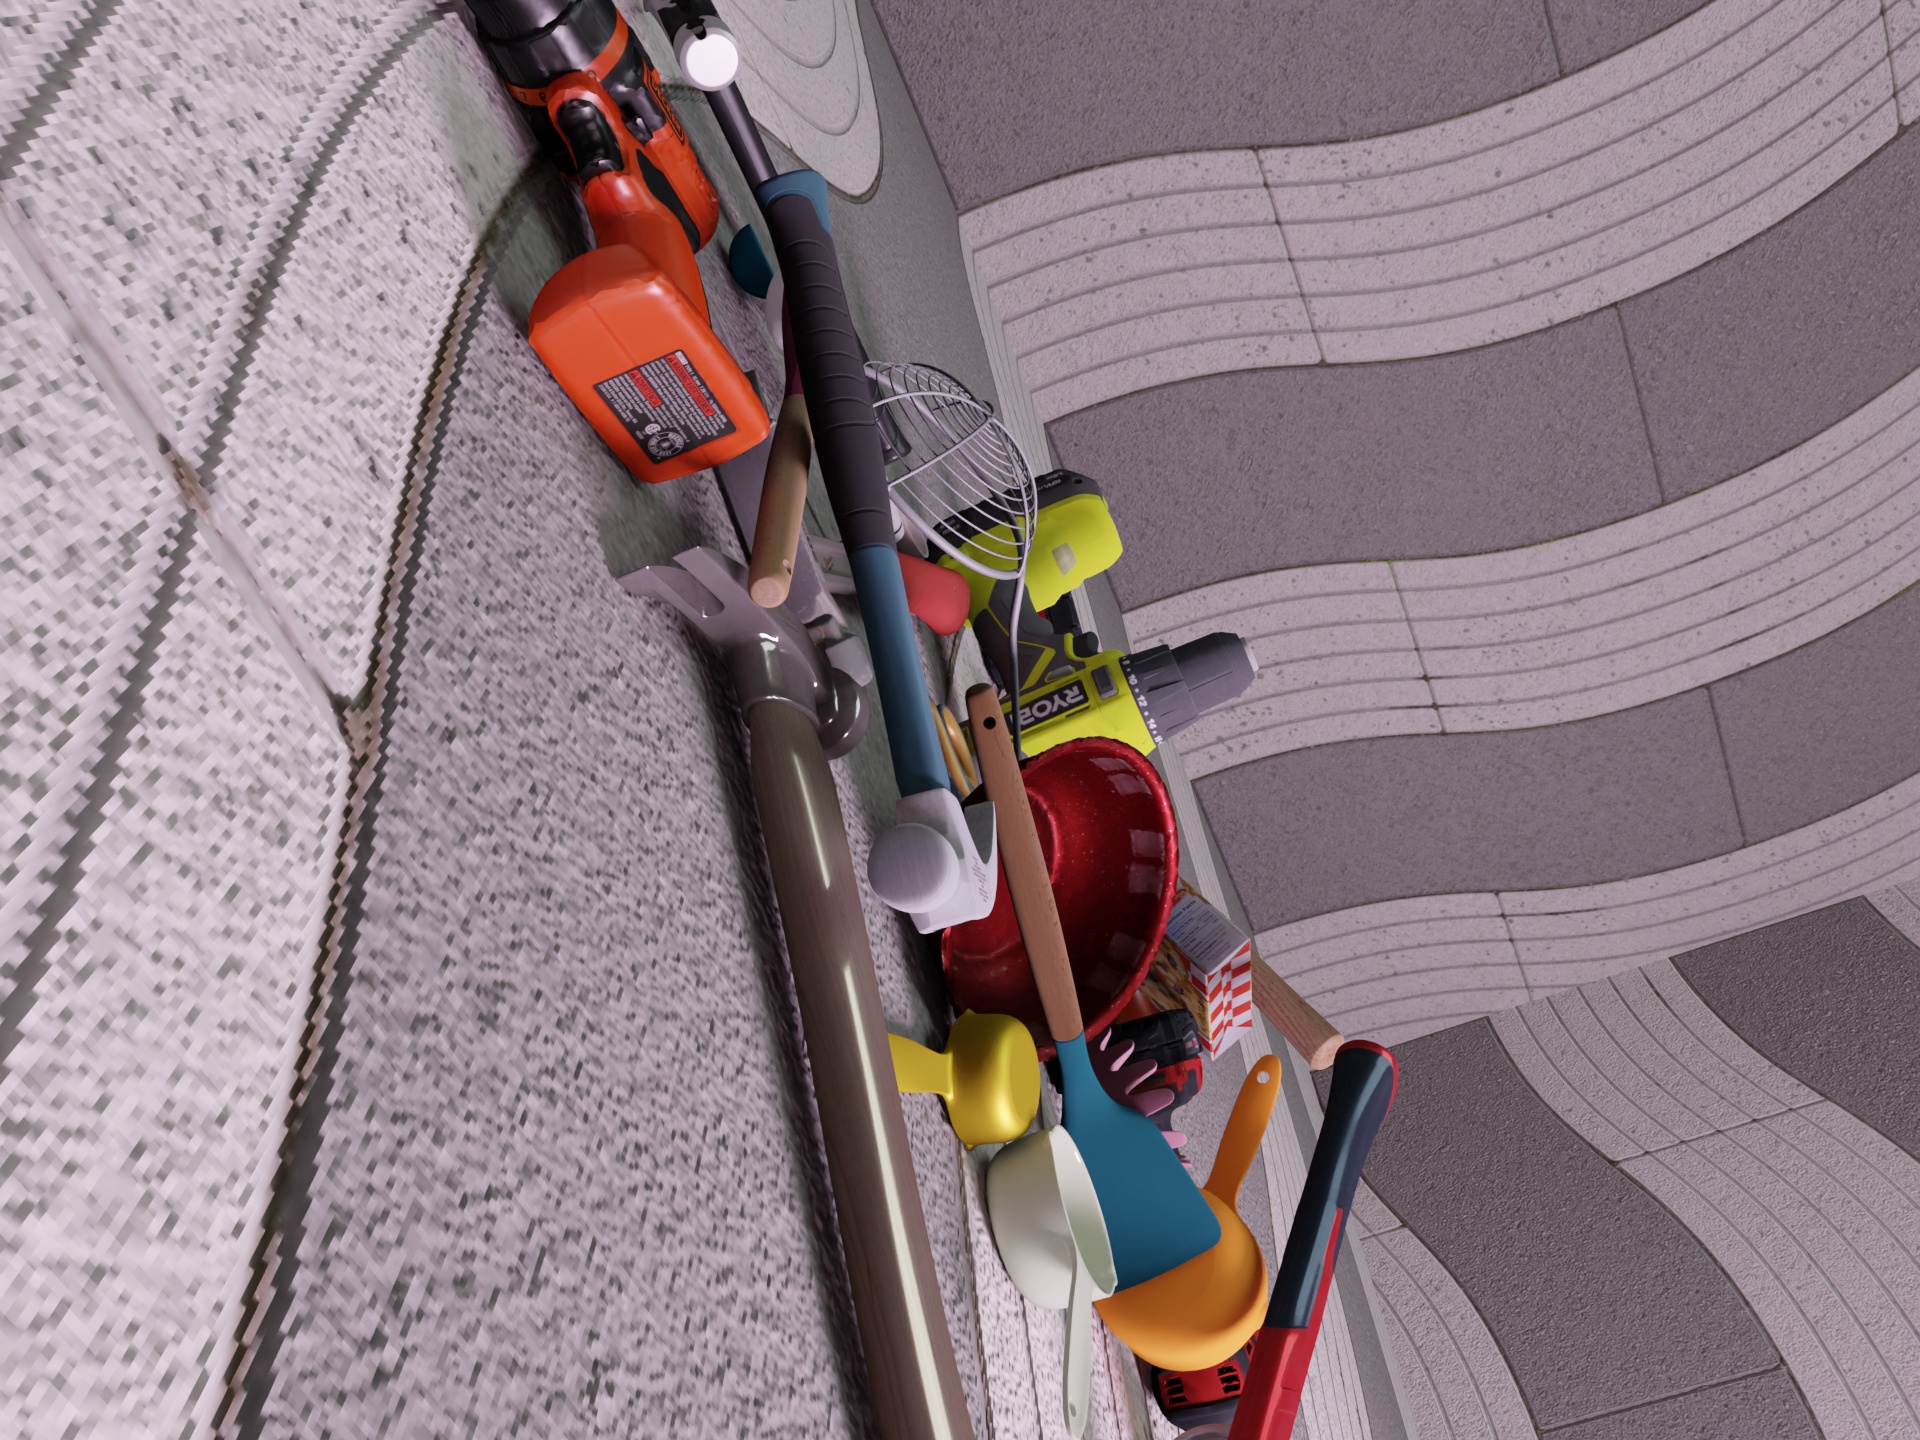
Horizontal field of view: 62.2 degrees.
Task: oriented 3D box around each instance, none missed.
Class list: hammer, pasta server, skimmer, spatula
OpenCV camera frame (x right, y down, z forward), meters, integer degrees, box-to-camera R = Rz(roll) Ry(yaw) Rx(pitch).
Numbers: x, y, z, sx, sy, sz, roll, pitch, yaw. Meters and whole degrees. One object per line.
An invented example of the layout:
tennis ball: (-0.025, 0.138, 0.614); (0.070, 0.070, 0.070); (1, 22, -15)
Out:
hammer: (-0.100, -0.282, 0.951); (0.146, 0.035, 0.334); (64, 0, 44)
hammer: (-0.034, 0.136, 0.511); (0.146, 0.038, 0.411); (47, 24, -61)
hammer: (-0.037, -0.078, 0.632); (0.128, 0.033, 0.331); (51, 25, -72)
pasta server: (0.064, 0.134, 0.919); (0.317, 0.040, 0.060); (-110, -177, -54)
skimmer: (-0.001, -0.003, 0.814); (0.127, 0.090, 0.363); (-73, 161, -63)
spatula: (0.049, 0.127, 0.729); (0.044, 0.082, 0.317); (-128, -160, -63)
hammer: (0.154, 0.284, 0.765); (0.386, 0.038, 0.143); (-55, 128, -48)
hammer: (-0.049, -0.087, 0.869); (0.359, 0.036, 0.149); (-12, 81, -79)
hammer: (0.137, 0.111, 1.090); (0.332, 0.031, 0.129); (46, -5, 34)

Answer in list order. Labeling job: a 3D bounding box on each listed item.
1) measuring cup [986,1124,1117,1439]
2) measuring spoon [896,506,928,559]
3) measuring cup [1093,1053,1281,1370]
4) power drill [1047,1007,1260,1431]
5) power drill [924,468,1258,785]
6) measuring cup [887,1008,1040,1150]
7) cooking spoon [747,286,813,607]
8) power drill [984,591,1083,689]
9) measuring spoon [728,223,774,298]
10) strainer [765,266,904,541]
measuring cup: (0.034, 0.237, 0.663); (0.168, 0.038, 0.083); (-76, 144, -69)
measuring spoon: (-0.056, -0.142, 1.012); (0.124, 0.018, 0.034); (47, 23, -47)
measuring cup: (0.126, 0.245, 0.826); (0.174, 0.095, 0.052); (-63, 145, -19)
power drill: (0.130, 0.292, 0.949); (0.187, 0.080, 0.227); (34, 40, -73)
power drill: (0.075, -0.059, 1.040); (0.080, 0.190, 0.229); (58, 11, -46)
measuring cup: (-0.001, 0.144, 0.655); (0.156, 0.029, 0.062); (39, 47, -64)
cooking spoon: (-0.072, -0.125, 0.683); (0.319, 0.017, 0.068); (-94, 162, -60)
power drill: (0.085, -0.019, 1.327); (0.143, 0.078, 0.219); (-100, 168, -47)
measuring spoon: (-0.112, -0.241, 0.916); (0.128, 0.021, 0.042); (65, 2, -78)
strainer: (-0.067, -0.178, 0.906); (0.258, 0.050, 0.087); (71, -7, -52)
